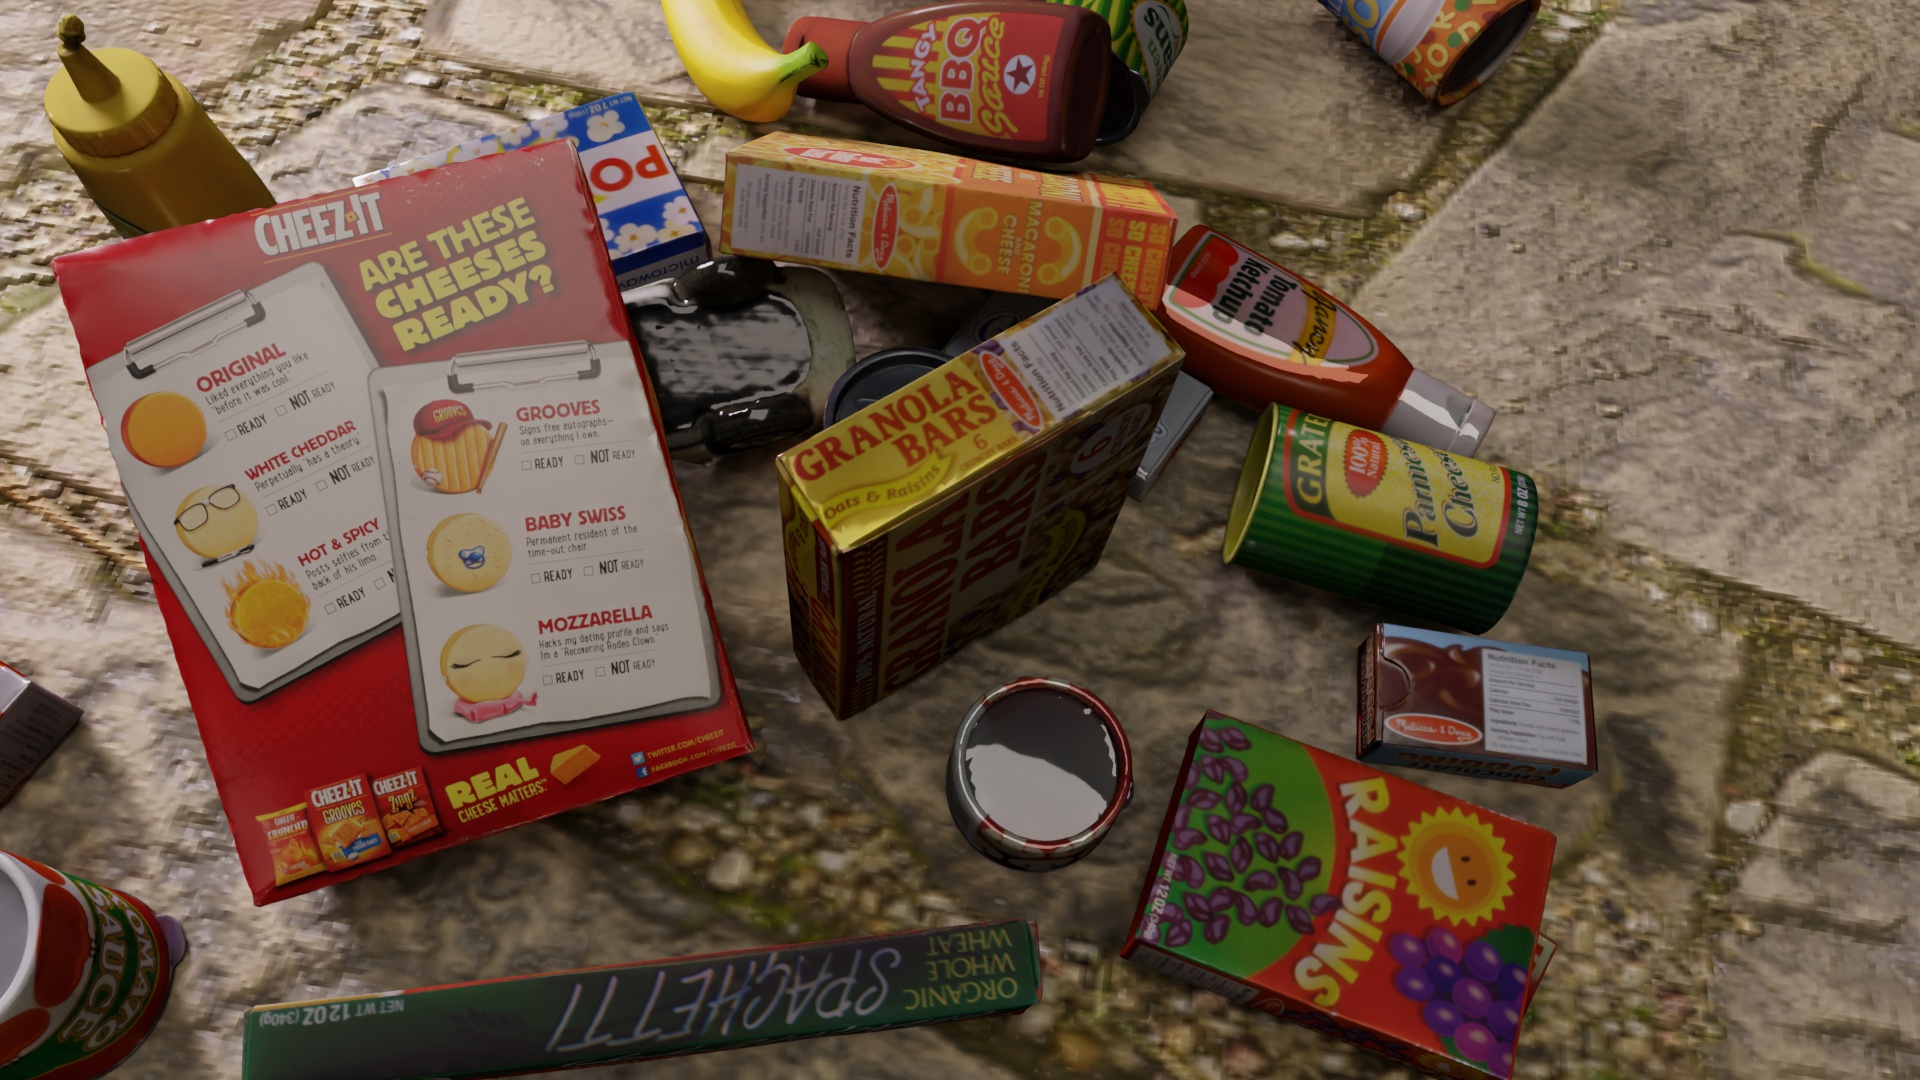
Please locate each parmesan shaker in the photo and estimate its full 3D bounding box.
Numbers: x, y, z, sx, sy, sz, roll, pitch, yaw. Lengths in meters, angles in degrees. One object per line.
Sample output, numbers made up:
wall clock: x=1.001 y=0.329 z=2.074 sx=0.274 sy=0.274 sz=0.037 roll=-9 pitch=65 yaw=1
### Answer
parmesan shaker: x=0.163 y=-0.011 z=0.544 sx=0.103 sy=0.071 sz=0.071 roll=16 pitch=65 yaw=3

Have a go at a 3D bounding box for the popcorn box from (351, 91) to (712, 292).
popcorn box: x=-0.180 y=-0.132 z=0.591 sx=0.127 sy=0.038 sz=0.085 roll=-23 pitch=69 yaw=-14

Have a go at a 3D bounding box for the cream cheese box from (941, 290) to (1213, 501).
cream cheese box: x=0.048 y=-0.066 z=0.584 sx=0.104 sy=0.024 sz=0.053 roll=33 pitch=67 yaw=11

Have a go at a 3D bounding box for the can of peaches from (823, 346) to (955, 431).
can of peaches: x=-0.022 y=-0.031 z=0.545 sx=0.071 sy=0.057 sz=0.071 roll=2 pitch=66 yaw=-4

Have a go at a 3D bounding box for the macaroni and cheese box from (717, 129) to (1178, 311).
macaroni and cheese box: x=-0.003 y=-0.132 z=0.566 sx=0.166 sy=0.040 sz=0.124 roll=8 pitch=21 yaw=-1

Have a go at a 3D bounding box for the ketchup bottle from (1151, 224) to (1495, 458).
ketchup bottle: x=0.148 y=-0.075 z=0.585 sx=0.149 sy=0.043 sz=0.065 roll=31 pitch=60 yaw=9

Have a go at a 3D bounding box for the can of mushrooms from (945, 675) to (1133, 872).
can of mushrooms: x=0.031 y=0.085 z=0.508 sx=0.071 sy=0.033 sz=0.071 roll=1 pitch=64 yaw=-3

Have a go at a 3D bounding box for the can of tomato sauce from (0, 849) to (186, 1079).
can of tomato sauce: x=-0.297 y=0.134 z=0.434 sx=0.071 sy=0.082 sz=0.071 roll=1 pitch=65 yaw=-3

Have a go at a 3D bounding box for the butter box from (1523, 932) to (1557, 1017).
butter box: x=0.154 y=0.138 z=0.496 sx=0.103 sy=0.024 sz=0.053 roll=34 pitch=68 yaw=11

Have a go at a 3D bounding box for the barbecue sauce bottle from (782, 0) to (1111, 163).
barbecue sauce bottle: x=-0.009 y=-0.207 z=0.612 sx=0.148 sy=0.044 sz=0.064 roll=16 pitch=106 yaw=27

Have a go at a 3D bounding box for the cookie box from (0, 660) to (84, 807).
cookie box: x=-0.413 y=0.092 z=0.469 sx=0.123 sy=0.040 sz=0.168 roll=28 pitch=66 yaw=9

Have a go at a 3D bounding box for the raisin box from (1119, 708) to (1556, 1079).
raisin box: x=0.126 y=0.120 z=0.467 sx=0.123 sy=0.040 sz=0.086 roll=19 pitch=65 yaw=7

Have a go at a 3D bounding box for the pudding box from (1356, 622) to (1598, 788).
pudding box: x=0.196 y=0.063 z=0.531 sx=0.084 sy=0.030 sz=0.050 roll=8 pitch=66 yaw=0

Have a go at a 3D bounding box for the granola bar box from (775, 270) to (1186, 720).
granola bar box: x=0.002 y=-0.006 z=0.476 sx=0.124 sy=0.164 sz=0.039 roll=-30 pitch=72 yaw=-17

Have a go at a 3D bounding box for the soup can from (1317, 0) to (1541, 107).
soup can: x=0.221 y=-0.259 z=0.663 sx=0.071 sy=0.071 sz=0.084 roll=-34 pitch=72 yaw=-18

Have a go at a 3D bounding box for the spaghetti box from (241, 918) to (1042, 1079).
spaghetti box: x=-0.097 y=0.154 z=0.457 sx=0.250 sy=0.050 sz=0.029 roll=-5 pitch=68 yaw=-6

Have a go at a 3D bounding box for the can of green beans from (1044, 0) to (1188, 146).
can of green beans: x=0.064 y=-0.226 z=0.638 sx=0.071 sy=0.071 sz=0.058 roll=27 pitch=66 yaw=8

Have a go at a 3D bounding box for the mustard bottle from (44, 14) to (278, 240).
mustard bottle: x=-0.296 y=-0.134 z=0.518 sx=0.065 sy=0.159 sz=0.049 roll=30 pitch=68 yaw=11
